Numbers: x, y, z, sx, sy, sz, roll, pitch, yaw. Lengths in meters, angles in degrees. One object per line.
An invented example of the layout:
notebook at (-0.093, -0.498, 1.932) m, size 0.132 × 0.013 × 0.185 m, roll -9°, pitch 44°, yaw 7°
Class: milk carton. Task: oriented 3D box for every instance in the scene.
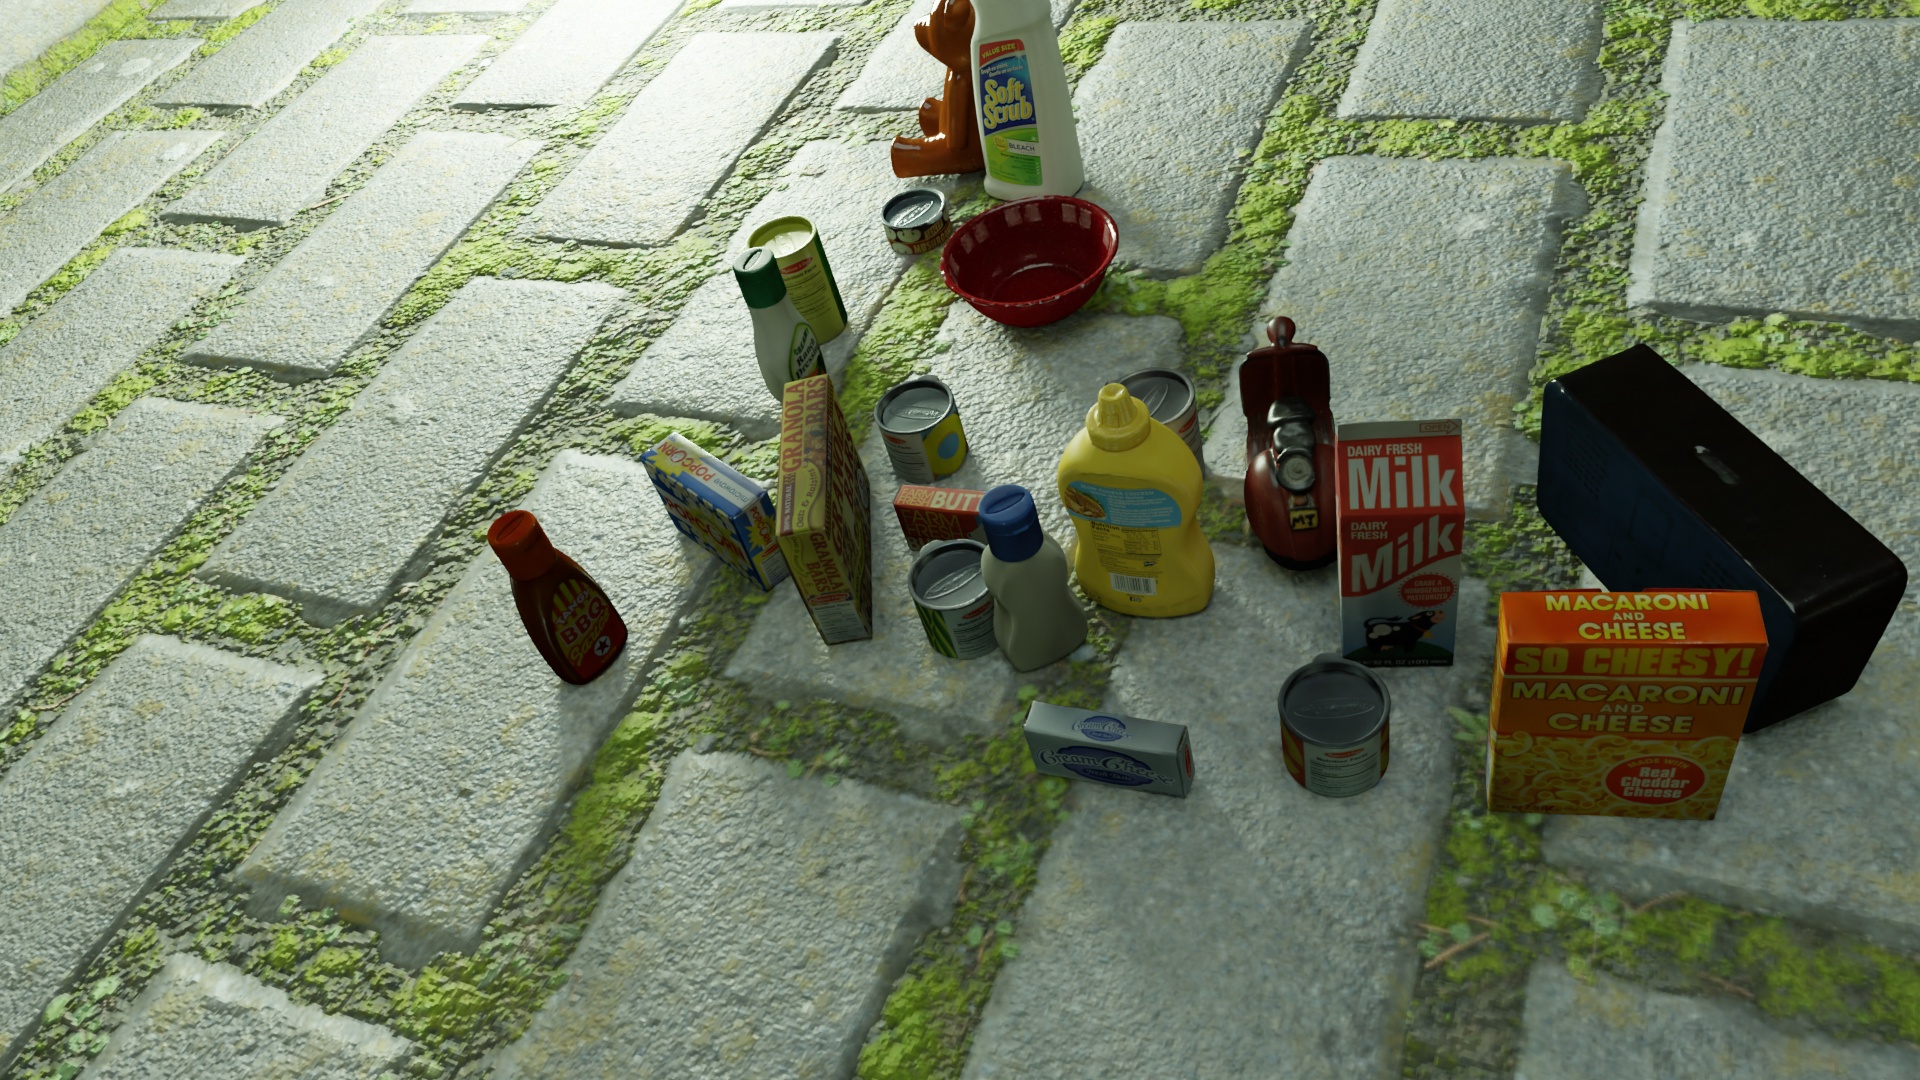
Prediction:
milk carton at (0.272, -0.006, 0.867) m, size 0.072 × 0.189 × 0.074 m, roll -3°, pitch 47°, yaw 15°

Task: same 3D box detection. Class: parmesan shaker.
parmesan shaker at (-0.151, -0.235, 1.271) m, size 0.071 × 0.102 × 0.072 m, roll -9°, pitch 46°, yaw 9°

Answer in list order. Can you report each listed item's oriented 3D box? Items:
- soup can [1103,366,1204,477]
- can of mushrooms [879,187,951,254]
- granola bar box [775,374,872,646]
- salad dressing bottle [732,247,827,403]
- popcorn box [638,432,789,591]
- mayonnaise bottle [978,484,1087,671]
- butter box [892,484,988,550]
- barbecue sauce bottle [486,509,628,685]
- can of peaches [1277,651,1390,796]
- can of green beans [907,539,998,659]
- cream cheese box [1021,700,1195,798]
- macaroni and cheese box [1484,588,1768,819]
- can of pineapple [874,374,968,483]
soup can at (0.146, -0.079, 1.048) m, size 0.071 × 0.083 × 0.072 m, roll -9°, pitch 46°, yaw 9°
can of mushrooms at (-0.042, -0.312, 1.360) m, size 0.071 × 0.033 × 0.071 m, roll -8°, pitch 46°, yaw 9°
granola bar box at (-0.101, -0.024, 1.041) m, size 0.039 × 0.123 × 0.166 m, roll -11°, pitch 46°, yaw 7°
salad dressing bottle at (-0.155, -0.181, 1.190) m, size 0.044 × 0.147 × 0.064 m, roll 9°, pitch 51°, yaw 24°
popcorn box at (-0.190, -0.023, 1.095) m, size 0.127 × 0.084 × 0.038 m, roll 31°, pitch 62°, yaw 36°
mayonnaise bottle at (0.045, 0.025, 0.935) m, size 0.065 × 0.147 × 0.041 m, roll -27°, pitch 46°, yaw -9°
butter box at (0.004, -0.013, 1.050) m, size 0.103 × 0.053 × 0.024 m, roll 6°, pitch 50°, yaw 22°
barbecue sauce bottle at (-0.299, 0.040, 1.023) m, size 0.044 × 0.147 × 0.065 m, roll 18°, pitch 55°, yaw 30°
can of peaches at (0.231, 0.114, 0.858) m, size 0.071 × 0.057 × 0.071 m, roll -8°, pitch 46°, yaw 9°
can of green beans at (0.001, 0.042, 0.995) m, size 0.071 × 0.057 × 0.071 m, roll -8°, pitch 46°, yaw 9°
cream cheese box at (0.094, 0.133, 0.884) m, size 0.104 × 0.053 × 0.024 m, roll 7°, pitch 50°, yaw 22°
macaroni and cheese box at (0.358, 0.092, 0.765) m, size 0.124 × 0.165 × 0.040 m, roll -1°, pitch 48°, yaw 16°
can of pineapple at (-0.030, -0.090, 1.129) m, size 0.071 × 0.057 × 0.071 m, roll -8°, pitch 46°, yaw 9°
